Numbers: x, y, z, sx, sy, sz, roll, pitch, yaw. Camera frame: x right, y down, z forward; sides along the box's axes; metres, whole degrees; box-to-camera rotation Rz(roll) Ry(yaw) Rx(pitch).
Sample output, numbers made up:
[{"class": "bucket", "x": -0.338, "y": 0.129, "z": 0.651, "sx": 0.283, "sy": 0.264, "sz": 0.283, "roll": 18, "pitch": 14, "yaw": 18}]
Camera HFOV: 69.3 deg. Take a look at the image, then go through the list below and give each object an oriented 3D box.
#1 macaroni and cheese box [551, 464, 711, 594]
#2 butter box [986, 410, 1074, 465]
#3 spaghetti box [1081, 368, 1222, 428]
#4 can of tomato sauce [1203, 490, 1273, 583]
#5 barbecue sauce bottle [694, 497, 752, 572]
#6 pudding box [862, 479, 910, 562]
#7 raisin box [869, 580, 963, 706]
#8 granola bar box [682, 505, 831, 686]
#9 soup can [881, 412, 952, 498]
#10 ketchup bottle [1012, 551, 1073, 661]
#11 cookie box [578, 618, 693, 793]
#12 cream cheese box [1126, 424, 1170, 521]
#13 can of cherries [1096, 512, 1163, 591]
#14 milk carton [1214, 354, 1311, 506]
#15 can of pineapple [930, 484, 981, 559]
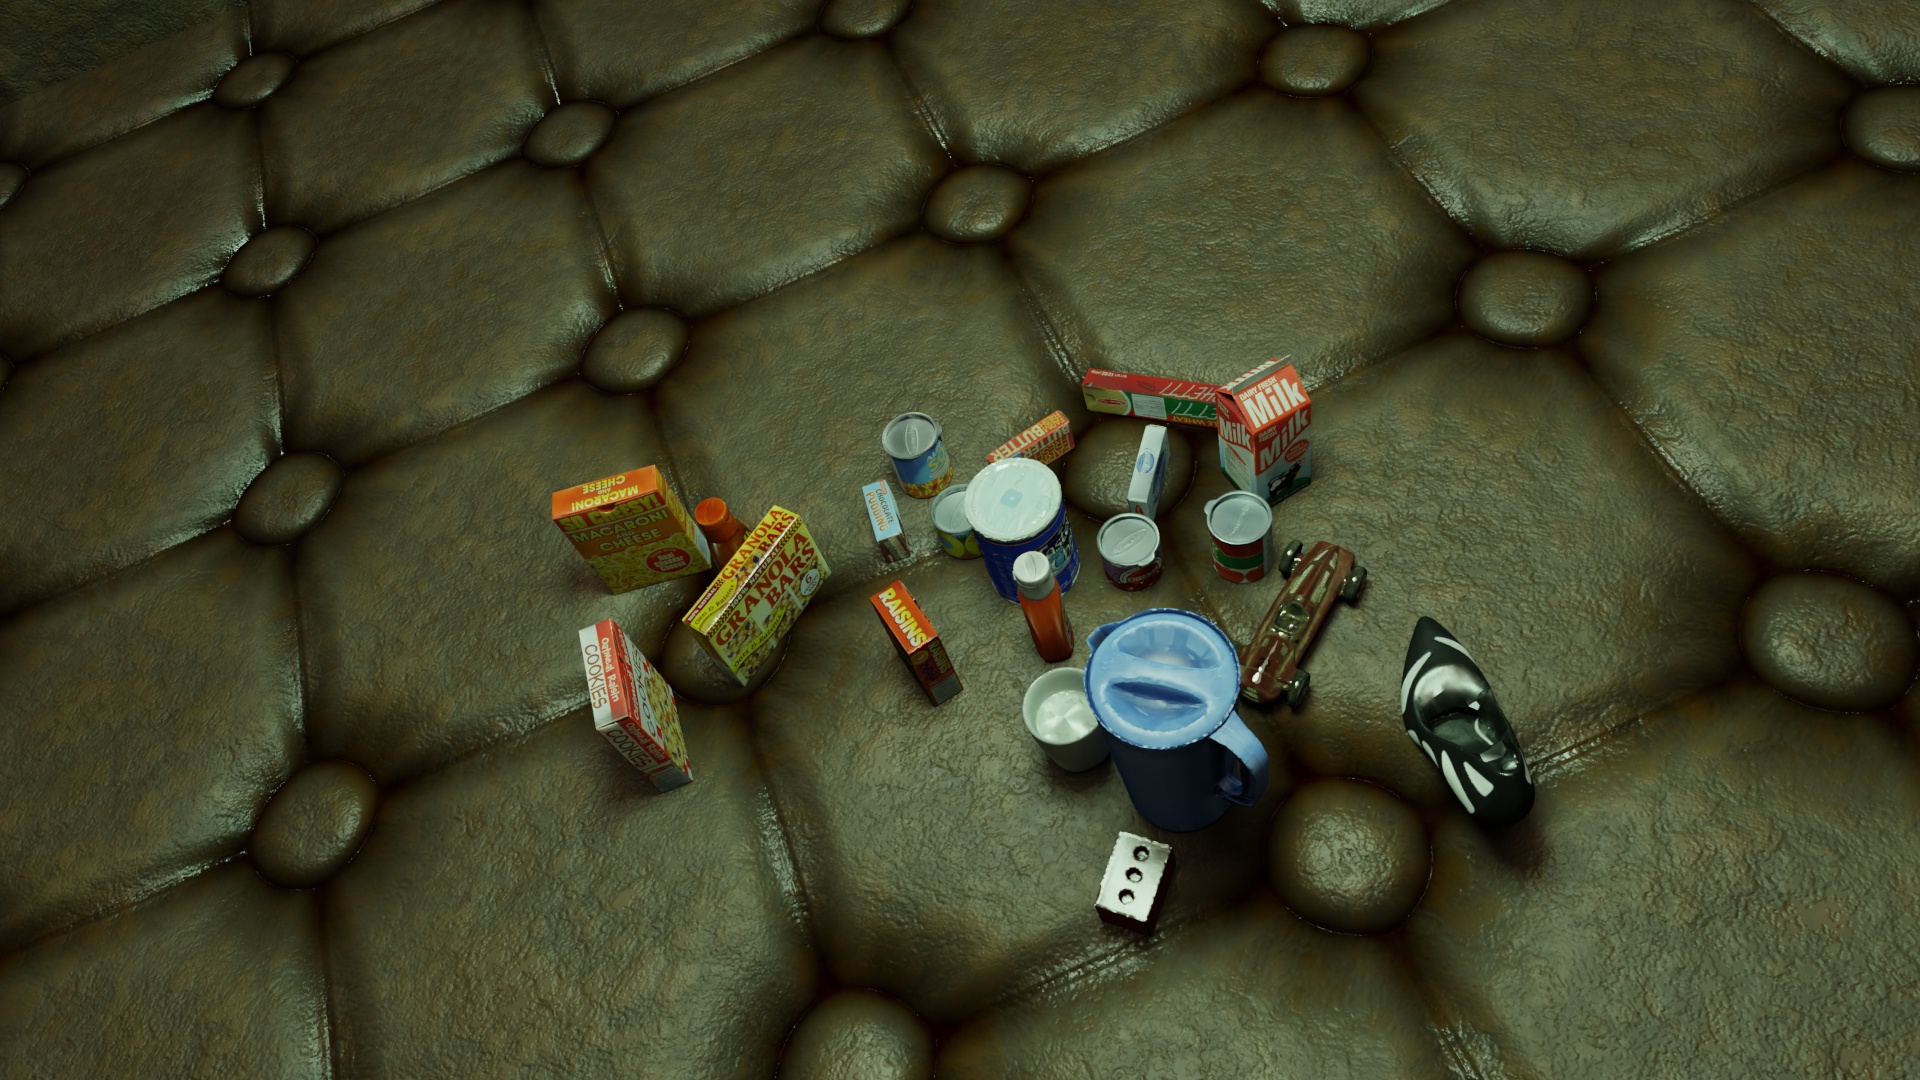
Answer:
[{"class": "macaroni and cheese box", "x": -0.371, "y": -0.009, "z": 1.582, "sx": 0.124, "sy": 0.165, "sz": 0.040, "roll": -15, "pitch": 55, "yaw": 4}, {"class": "butter box", "x": 0.081, "y": -0.102, "z": 1.598, "sx": 0.103, "sy": 0.053, "sz": 0.024, "roll": -33, "pitch": 56, "yaw": -8}, {"class": "spaghetti box", "x": 0.264, "y": -0.156, "z": 1.588, "sx": 0.250, "sy": 0.050, "sz": 0.029, "roll": 10, "pitch": 61, "yaw": 20}, {"class": "can of tomato sauce", "x": 0.293, "y": -0.003, "z": 1.460, "sx": 0.071, "sy": 0.082, "sz": 0.071, "roll": -7, "pitch": 56, "yaw": 10}, {"class": "barbecue sauce bottle", "x": -0.254, "y": 0.007, "z": 1.553, "sx": 0.043, "sy": 0.148, "sz": 0.065, "roll": -3, "pitch": 57, "yaw": 13}, {"class": "pudding box", "x": -0.085, "y": -0.023, "z": 1.589, "sx": 0.030, "sy": 0.049, "sz": 0.084, "roll": -19, "pitch": 55, "yaw": 2}, {"class": "raisin box", "x": -0.045, "y": 0.108, "z": 1.448, "sx": 0.040, "sy": 0.123, "sz": 0.086, "roll": -32, "pitch": 56, "yaw": -7}, {"class": "granola bar box", "x": -0.221, "y": 0.060, "z": 1.524, "sx": 0.039, "sy": 0.123, "sz": 0.166, "roll": 25, "pitch": 67, "yaw": 27}, {"class": "soup can", "x": -0.046, "y": -0.098, "z": 1.608, "sx": 0.071, "sy": 0.083, "sz": 0.072, "roll": -7, "pitch": 56, "yaw": 10}, {"class": "ketchup bottle", "x": 0.084, "y": 0.065, "z": 1.429, "sx": 0.043, "sy": 0.148, "sz": 0.065, "roll": -15, "pitch": 55, "yaw": 5}, {"class": "cookie box", "x": -0.338, "y": 0.174, "z": 1.453, "sx": 0.040, "sy": 0.166, "sz": 0.123, "roll": -22, "pitch": 55, "yaw": 0}, {"class": "cream cheese box", "x": 0.210, "y": -0.072, "z": 1.544, "sx": 0.024, "sy": 0.053, "sz": 0.104, "roll": 7, "pitch": 60, "yaw": 19}, {"class": "can of cherries", "x": 0.184, "y": 0.015, "z": 1.491, "sx": 0.071, "sy": 0.058, "sz": 0.072, "roll": -7, "pitch": 56, "yaw": 10}, {"class": "milk carton", "x": 0.320, "y": -0.120, "z": 1.464, "sx": 0.072, "sy": 0.189, "sz": 0.074, "roll": -30, "pitch": 55, "yaw": -6}, {"class": "can of pineapple", "x": 0.006, "y": -0.020, "z": 1.559, "sx": 0.071, "sy": 0.057, "sz": 0.071, "roll": -7, "pitch": 56, "yaw": 10}]
